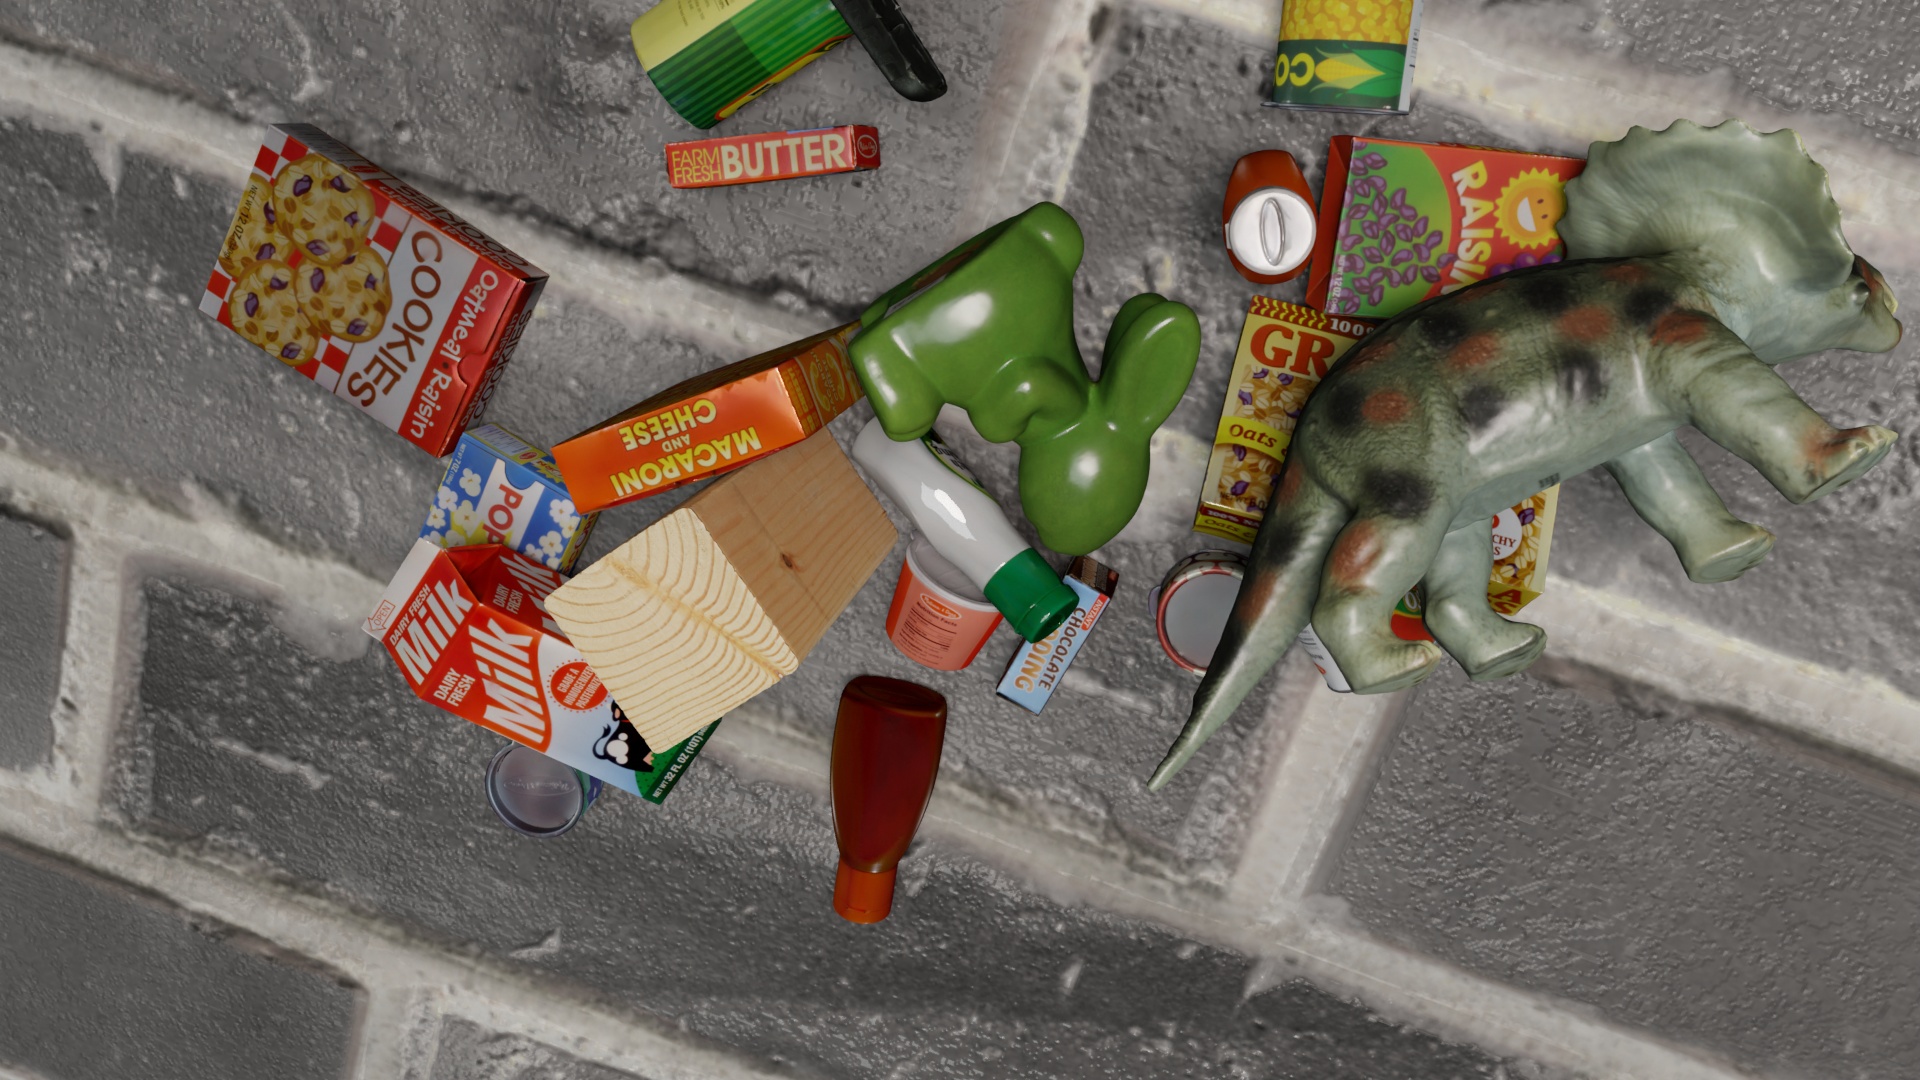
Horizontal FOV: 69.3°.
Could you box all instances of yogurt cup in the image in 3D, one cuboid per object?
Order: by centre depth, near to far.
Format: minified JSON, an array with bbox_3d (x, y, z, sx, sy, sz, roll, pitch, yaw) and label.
[{"bbox_3d":[-0.008,0.036,0.781,0.072,0.073,0.053,27,117,2],"label":"yogurt cup"}]

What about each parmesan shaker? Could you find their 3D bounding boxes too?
[{"bbox_3d":[-0.108,-0.267,0.713,0.103,0.071,0.071,-27,100,17],"label":"parmesan shaker"}]

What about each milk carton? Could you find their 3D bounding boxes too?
[{"bbox_3d":[-0.236,0.068,0.794,0.190,0.074,0.072,31,108,-22],"label":"milk carton"}]

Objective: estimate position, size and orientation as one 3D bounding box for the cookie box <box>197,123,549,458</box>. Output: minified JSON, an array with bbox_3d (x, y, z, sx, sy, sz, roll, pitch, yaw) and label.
[{"bbox_3d":[-0.339,-0.143,0.802,0.167,0.040,0.122,32,109,0],"label":"cookie box"}]

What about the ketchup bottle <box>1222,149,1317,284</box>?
[{"bbox_3d":[0.145,-0.150,0.654,0.043,0.149,0.064,-5,105,13],"label":"ketchup bottle"}]

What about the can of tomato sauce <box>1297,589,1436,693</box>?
[{"bbox_3d":[0.205,0.027,0.738,0.071,0.071,0.083,-31,98,17],"label":"can of tomato sauce"}]

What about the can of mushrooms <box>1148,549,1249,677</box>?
[{"bbox_3d":[0.139,0.041,0.771,0.071,0.033,0.070,3,107,9],"label":"can of mushrooms"}]

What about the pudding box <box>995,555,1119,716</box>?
[{"bbox_3d":[0.054,0.052,0.781,0.030,0.050,0.083,31,108,2],"label":"pudding box"}]

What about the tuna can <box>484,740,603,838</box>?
[{"bbox_3d":[-0.262,0.149,0.876,0.071,0.033,0.071,3,106,10],"label":"tuna can"}]

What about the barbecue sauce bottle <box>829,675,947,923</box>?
[{"bbox_3d":[-0.050,0.158,0.834,0.065,0.044,0.148,12,108,7],"label":"barbecue sauce bottle"}]

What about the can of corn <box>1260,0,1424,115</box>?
[{"bbox_3d":[0.183,-0.236,0.665,0.071,0.071,0.058,6,106,9],"label":"can of corn"}]

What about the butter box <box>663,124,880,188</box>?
[{"bbox_3d":[-0.098,-0.202,0.734,0.103,0.053,0.024,-3,104,11],"label":"butter box"}]

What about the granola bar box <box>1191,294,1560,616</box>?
[{"bbox_3d":[0.211,-0.044,0.696,0.166,0.039,0.124,16,69,6],"label":"granola bar box"}]

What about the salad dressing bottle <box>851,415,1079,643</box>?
[{"bbox_3d":[0.003,-0.009,0.749,0.044,0.064,0.148,-43,73,4],"label":"salad dressing bottle"}]

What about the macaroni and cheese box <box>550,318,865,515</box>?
[{"bbox_3d":[-0.116,-0.067,0.716,0.123,0.167,0.040,-17,103,15],"label":"macaroni and cheese box"}]

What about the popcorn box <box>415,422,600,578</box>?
[{"bbox_3d":[-0.277,0.005,0.835,0.085,0.038,0.126,30,109,2],"label":"popcorn box"}]

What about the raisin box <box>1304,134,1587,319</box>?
[{"bbox_3d":[0.240,-0.151,0.682,0.123,0.040,0.085,5,106,-4],"label":"raisin box"}]
